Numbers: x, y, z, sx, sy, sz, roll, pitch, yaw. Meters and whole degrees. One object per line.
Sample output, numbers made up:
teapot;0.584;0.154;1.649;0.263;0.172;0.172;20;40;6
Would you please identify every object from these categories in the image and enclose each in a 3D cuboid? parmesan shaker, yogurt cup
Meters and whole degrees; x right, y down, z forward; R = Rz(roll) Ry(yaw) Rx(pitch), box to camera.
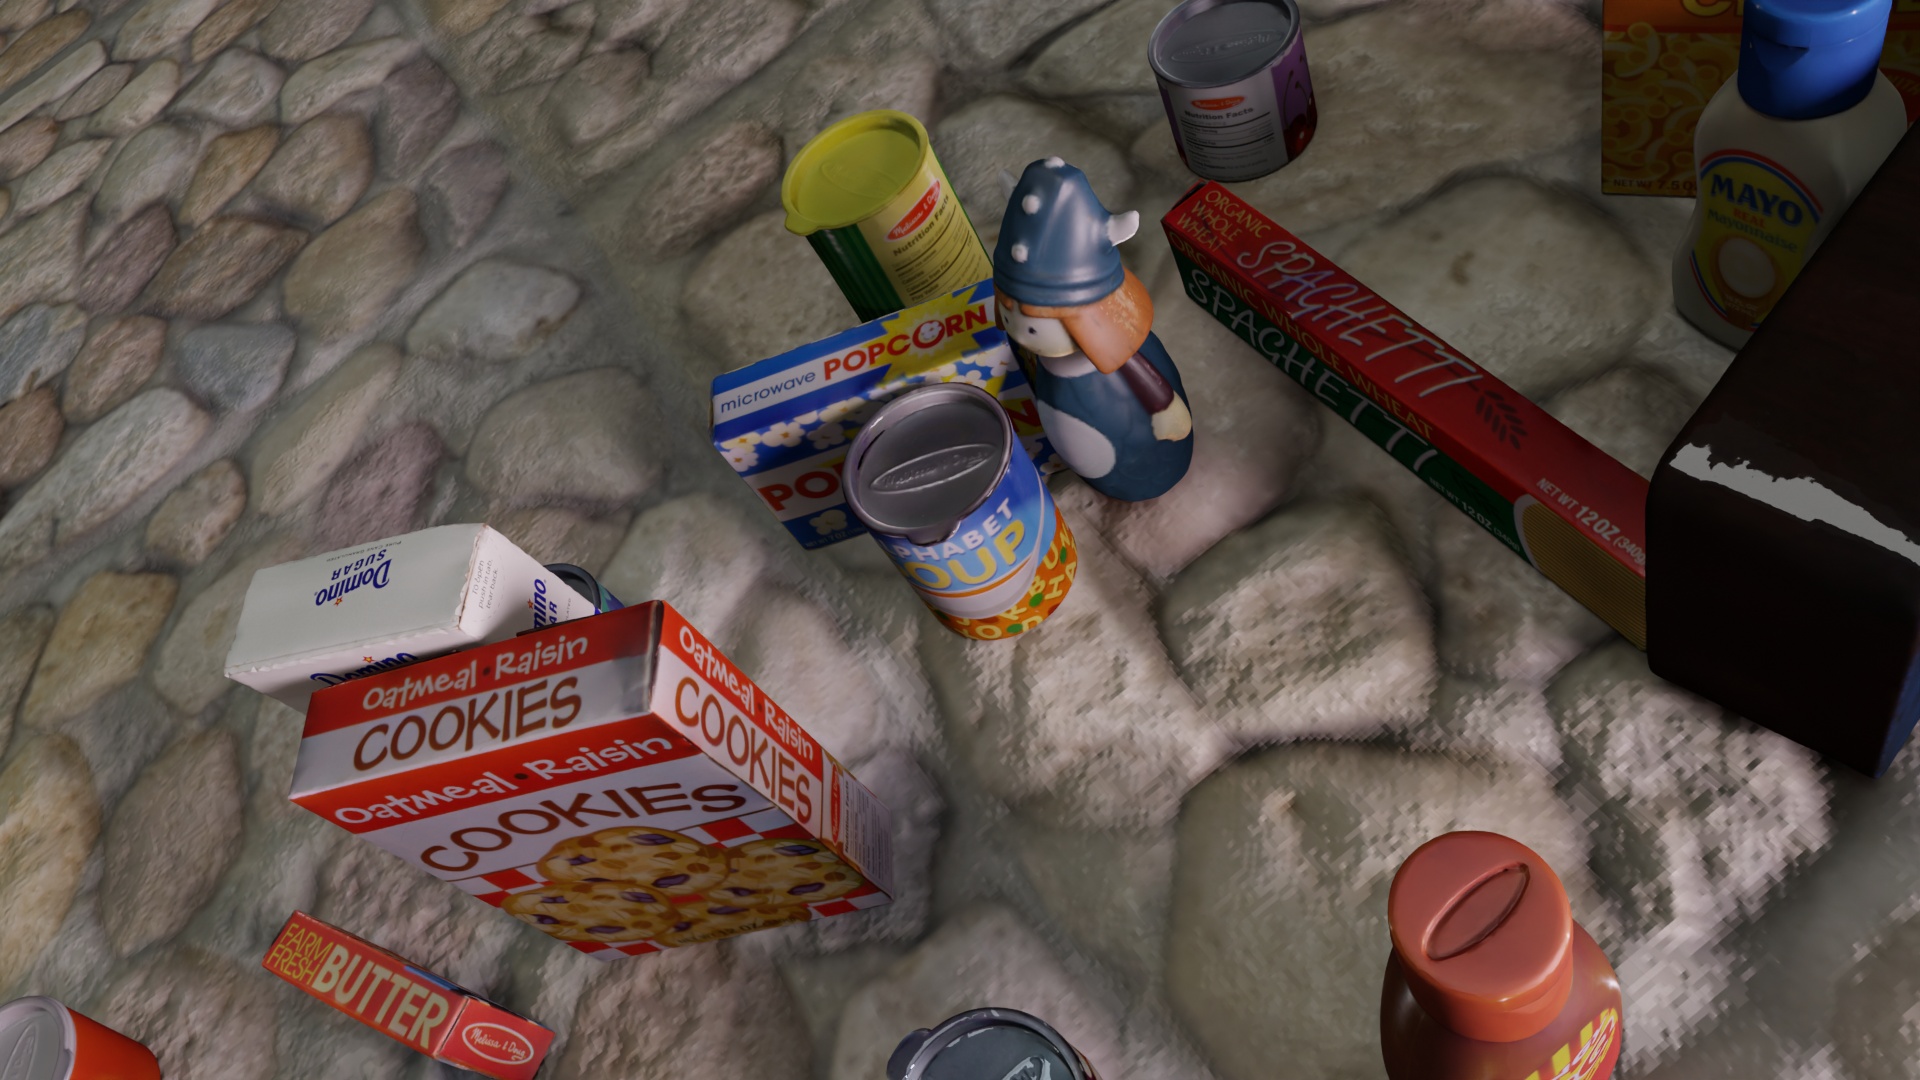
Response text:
parmesan shaker;-0.028;-0.125;0.608;0.071;0.102;0.071;-12;54;17
yogurt cup;-0.363;0.223;0.555;0.072;0.053;0.073;-12;54;17

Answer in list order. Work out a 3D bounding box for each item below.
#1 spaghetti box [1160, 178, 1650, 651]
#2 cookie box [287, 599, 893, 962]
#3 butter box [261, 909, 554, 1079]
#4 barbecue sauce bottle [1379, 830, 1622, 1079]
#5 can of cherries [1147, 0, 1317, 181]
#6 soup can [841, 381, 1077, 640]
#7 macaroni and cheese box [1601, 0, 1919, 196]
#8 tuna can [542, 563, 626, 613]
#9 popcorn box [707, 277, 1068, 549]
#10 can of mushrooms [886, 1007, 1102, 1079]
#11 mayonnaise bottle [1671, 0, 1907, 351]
spaghetti box;0.161;-0.056;0.510;0.029;0.050;0.251;-38;51;-3
cookie box;-0.111;0.087;0.460;0.123;0.167;0.040;-15;53;15
butter box;-0.207;0.171;0.520;0.103;0.053;0.024;11;64;30
barbecue sauce bottle;0.132;0.114;0.343;0.065;0.148;0.044;-40;51;-4
can of cherries;0.124;-0.207;0.623;0.071;0.058;0.072;-12;54;17
soup can;0.002;-0.007;0.526;0.071;0.083;0.072;-12;54;17
macaroni and cheese box;0.285;-0.186;0.466;0.124;0.166;0.040;11;64;30
tuna can;-0.178;0.044;0.606;0.071;0.032;0.071;-12;54;17
popcorn box;-0.027;-0.048;0.567;0.126;0.085;0.038;-18;53;13
can of mushrooms;0.011;0.180;0.427;0.071;0.033;0.071;-12;54;17
mayonnaise bottle;0.264;-0.119;0.442;0.041;0.147;0.065;-43;51;-7
